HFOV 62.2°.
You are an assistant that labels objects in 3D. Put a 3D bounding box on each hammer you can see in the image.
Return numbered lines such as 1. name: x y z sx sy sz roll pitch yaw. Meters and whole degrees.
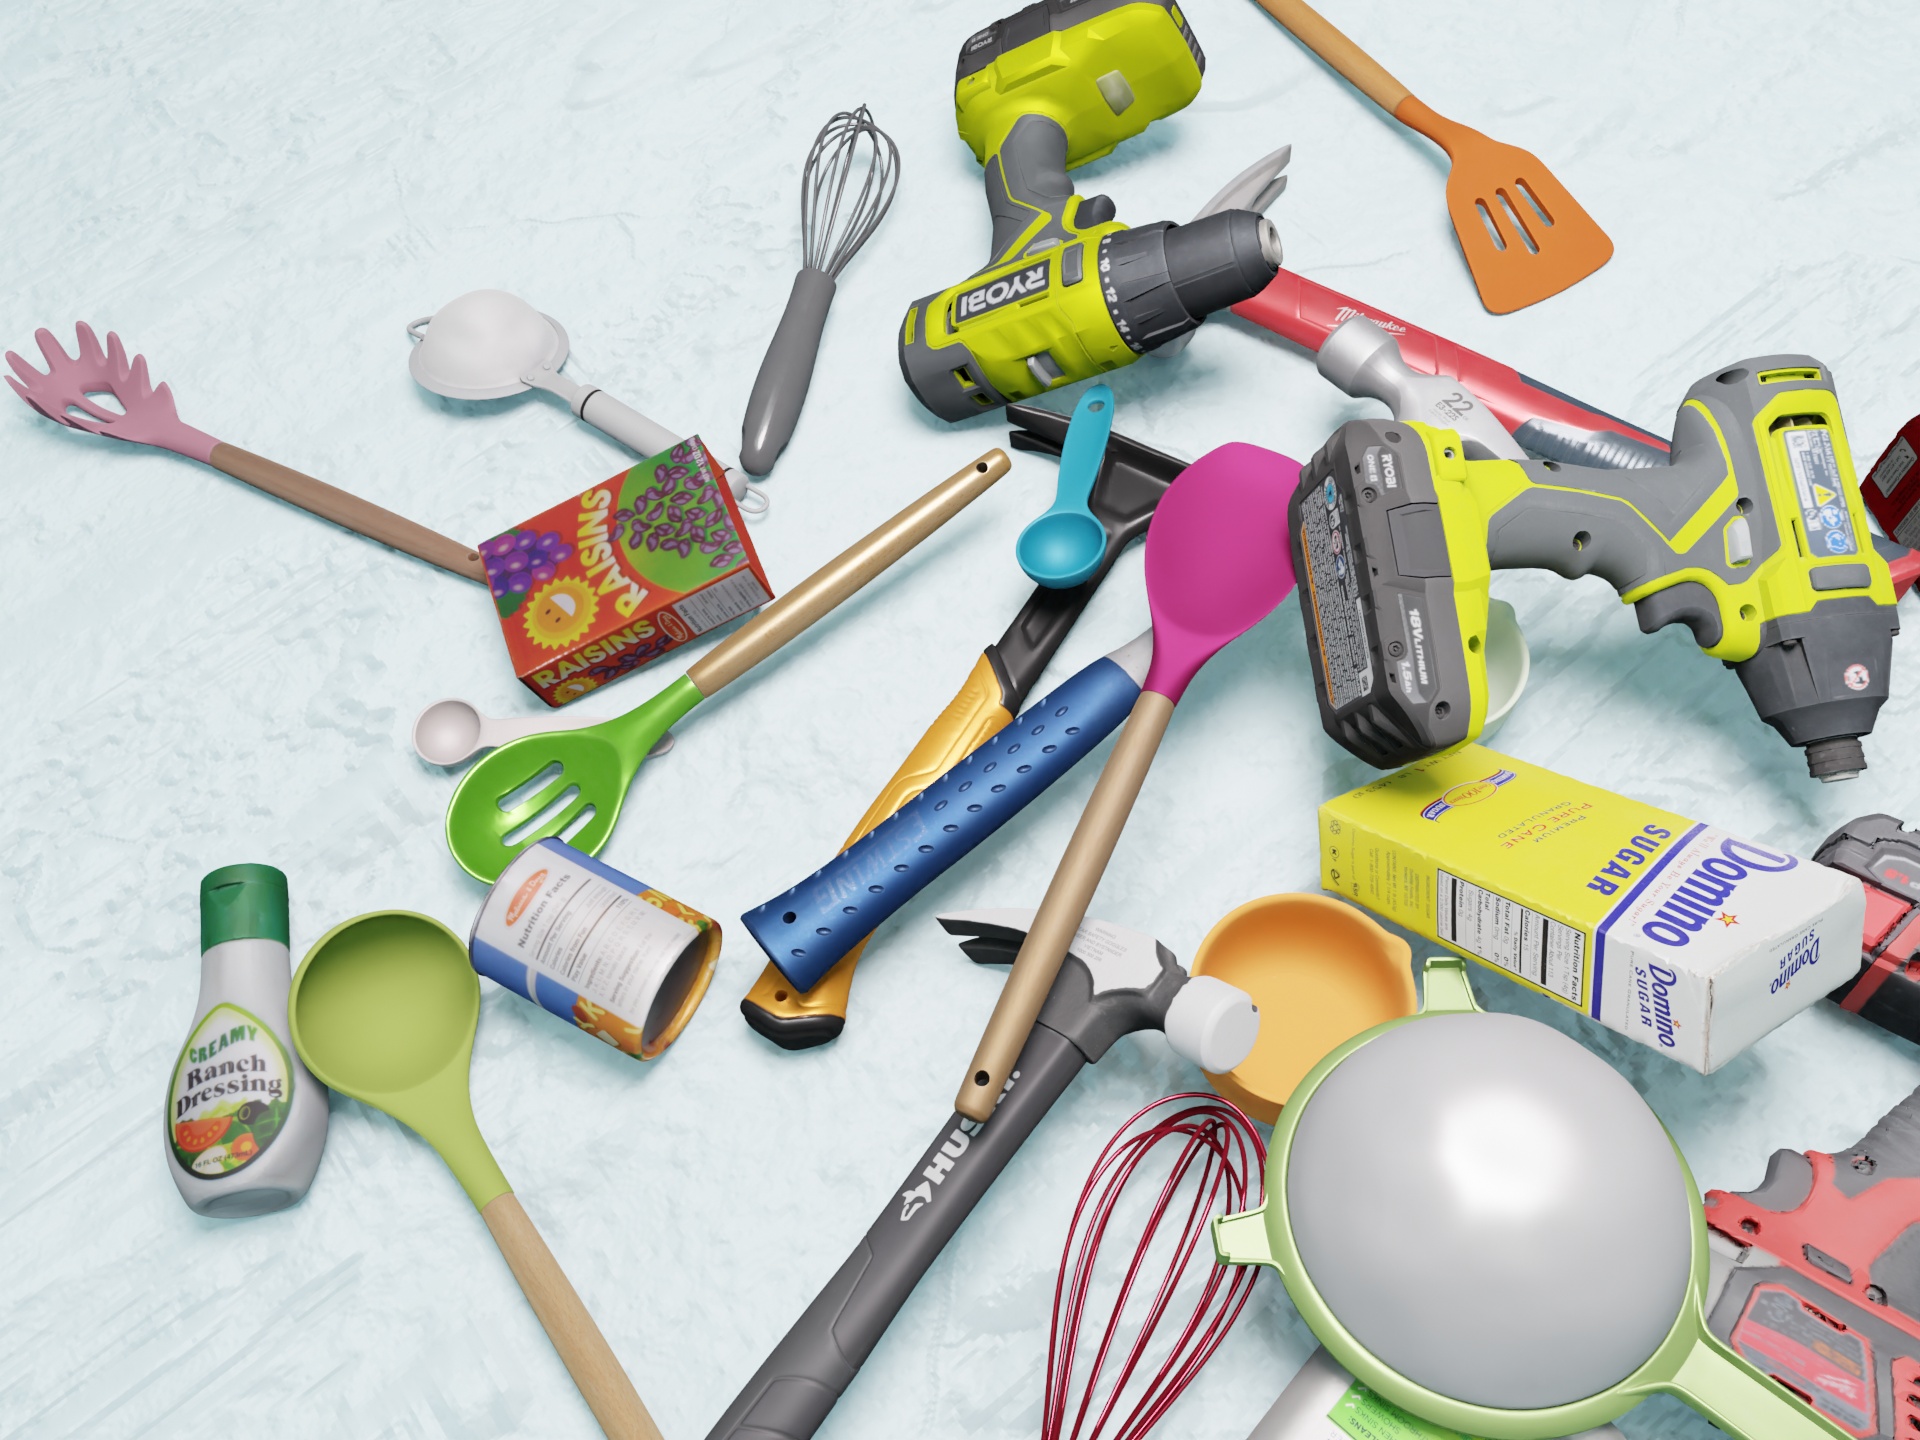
1. hammer: -0.038 0.208 0.585 0.146 0.035 0.335 19 64 48
2. hammer: 0.279 -0.165 0.783 0.386 0.038 0.143 31 68 21
3. hammer: 0.082 -0.022 0.687 0.405 0.035 0.144 -38 64 -13
4. hammer: -0.001 -0.002 0.728 0.127 0.034 0.337 26 68 18

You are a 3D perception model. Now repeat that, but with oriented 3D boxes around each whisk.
1. whisk: 0.038 0.271 0.568 0.073 0.073 0.296 21 72 16
2. whisk: -0.080 -0.234 0.857 0.055 0.055 0.239 10 68 11

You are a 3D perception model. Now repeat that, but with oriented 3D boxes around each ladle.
1. ladle: -0.169 0.207 0.624 0.078 0.062 0.320 -26 64 -30

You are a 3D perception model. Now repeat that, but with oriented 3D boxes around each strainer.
1. strainer: 0.218 0.181 0.510 0.257 0.069 0.151 35 64 28
2. strainer: -0.202 -0.174 0.841 0.258 0.050 0.087 32 55 17

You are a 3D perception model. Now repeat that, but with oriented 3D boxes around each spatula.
1. spatula: 0.235 -0.350 0.897 0.081 0.041 0.323 -28 59 -9

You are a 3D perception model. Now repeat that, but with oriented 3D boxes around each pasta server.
1. pasta server: -0.373 -0.137 0.840 0.316 0.040 0.060 23 56 16

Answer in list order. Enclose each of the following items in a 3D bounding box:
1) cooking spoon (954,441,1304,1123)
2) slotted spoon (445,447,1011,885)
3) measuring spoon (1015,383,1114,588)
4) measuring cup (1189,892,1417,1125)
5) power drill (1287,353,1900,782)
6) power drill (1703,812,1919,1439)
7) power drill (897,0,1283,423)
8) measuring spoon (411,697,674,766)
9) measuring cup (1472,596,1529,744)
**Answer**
1. cooking spoon: 0.069 0.013 0.639 0.069 0.017 0.319 22 67 12
2. slotted spoon: -0.101 -0.030 0.739 0.314 0.031 0.070 -38 78 -7
3. measuring spoon: 0.057 -0.109 0.754 0.042 0.021 0.129 3 54 18
4. measuring cup: 0.152 0.152 0.619 0.095 0.052 0.174 -24 63 -8
5. power drill: 0.257 -0.052 0.635 0.223 0.080 0.171 -6 79 -7
6. power drill: 0.312 0.149 0.591 0.188 0.080 0.227 27 72 26
7. power drill: 0.068 -0.270 0.811 0.190 0.080 0.229 -13 57 29
8. measuring spoon: -0.197 0.010 0.758 0.124 0.018 0.034 3 68 0
9. measuring cup: 0.187 -0.051 0.733 0.083 0.038 0.168 -34 61 -11
